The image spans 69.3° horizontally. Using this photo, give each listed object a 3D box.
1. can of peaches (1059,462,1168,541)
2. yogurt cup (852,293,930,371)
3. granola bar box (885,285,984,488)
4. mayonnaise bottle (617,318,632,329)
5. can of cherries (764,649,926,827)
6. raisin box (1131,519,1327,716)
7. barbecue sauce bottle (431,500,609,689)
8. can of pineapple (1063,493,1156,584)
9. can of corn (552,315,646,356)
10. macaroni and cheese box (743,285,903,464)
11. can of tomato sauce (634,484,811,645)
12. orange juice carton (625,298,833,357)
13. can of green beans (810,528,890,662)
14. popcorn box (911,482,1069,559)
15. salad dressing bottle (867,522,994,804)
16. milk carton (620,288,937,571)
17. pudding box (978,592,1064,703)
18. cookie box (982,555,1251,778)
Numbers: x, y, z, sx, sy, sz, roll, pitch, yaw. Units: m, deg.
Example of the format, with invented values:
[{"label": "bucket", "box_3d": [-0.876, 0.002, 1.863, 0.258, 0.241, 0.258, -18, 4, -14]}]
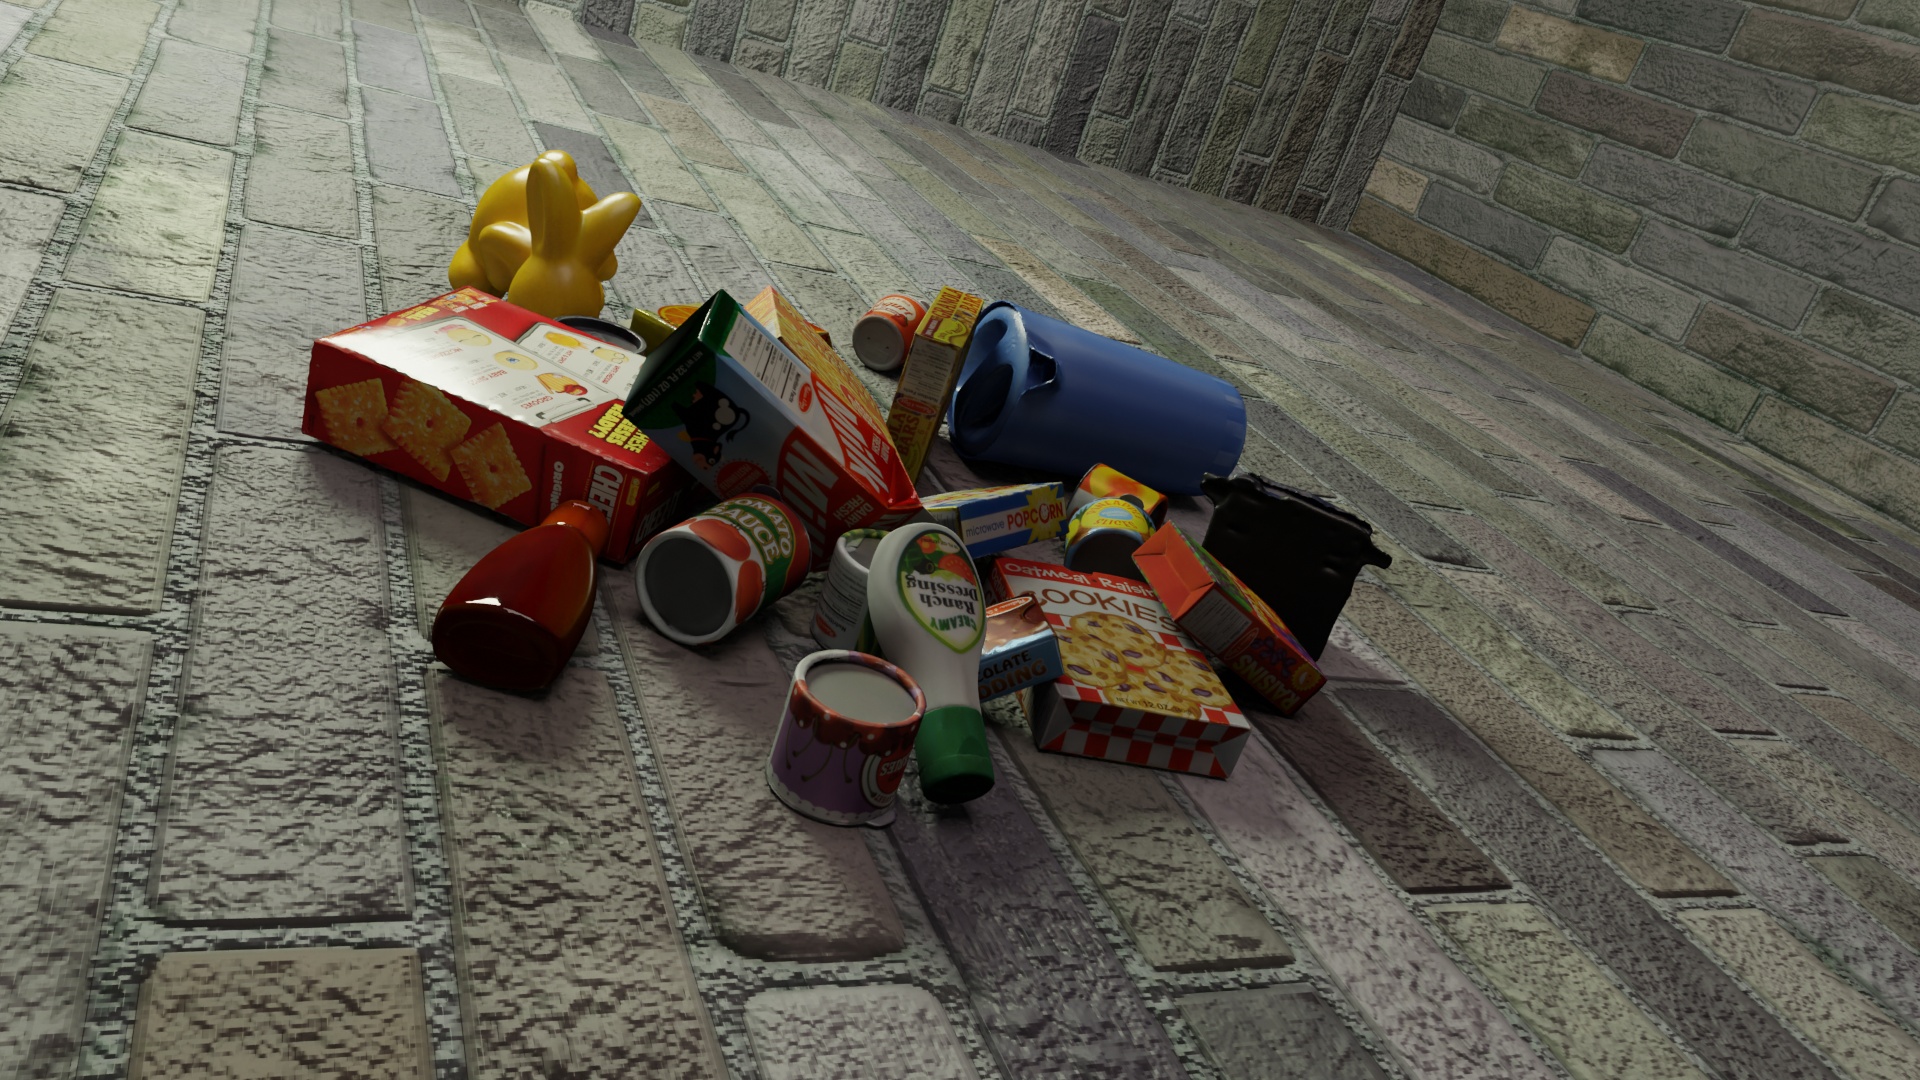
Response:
[{"label": "can of peaches", "box_3d": [0.116, -0.017, 1.041, 0.058, 0.071, 0.071, 29, 24, 19]}, {"label": "yogurt cup", "box_3d": [-0.065, -0.190, 1.289, 0.072, 0.072, 0.054, 25, 31, 13]}, {"label": "granola bar box", "box_3d": [-0.025, -0.120, 1.085, 0.039, 0.123, 0.166, 20, 23, -1]}, {"label": "mayonnaise bottle", "box_3d": [-0.241, -0.152, 1.091, 0.065, 0.041, 0.149, 26, 23, 12]}, {"label": "can of cherries", "box_3d": [-0.053, 0.095, 0.670, 0.071, 0.058, 0.072, 16, 23, -7]}, {"label": "raisin box", "box_3d": [0.176, 0.051, 0.911, 0.123, 0.040, 0.086, 38, 13, -28]}, {"label": "barbecue sauce bottle", "box_3d": [-0.218, 0.022, 0.722, 0.065, 0.043, 0.149, 17, 23, -6]}, {"label": "can of pineapple", "box_3d": [0.106, 0.009, 0.973, 0.071, 0.070, 0.058, 19, 23, -2]}, {"label": "can of corn", "box_3d": [-0.264, -0.120, 0.980, 0.071, 0.058, 0.071, 17, 23, -7]}, {"label": "macaroni and cheese box", "box_3d": [-0.099, -0.103, 0.953, 0.123, 0.040, 0.167, 48, 7, -22]}, {"label": "can of tomato sauce", "box_3d": [-0.131, 0.013, 0.776, 0.071, 0.071, 0.083, 25, 24, 13]}, {"label": "orange juice carton", "box_3d": [-0.170, -0.140, 1.079, 0.072, 0.072, 0.193, 29, 24, 22]}, {"label": "can of green beans", "box_3d": [-0.048, 0.033, 0.811, 0.071, 0.057, 0.071, 17, 23, -7]}, {"label": "popcorn box", "box_3d": [0.003, -0.012, 0.932, 0.085, 0.038, 0.127, -3, 6, 37]}, {"label": "salad dressing bottle", "box_3d": [-0.012, 0.062, 0.721, 0.064, 0.043, 0.148, 12, 50, -31]}, {"label": "milk carton", "box_3d": [-0.103, -0.052, 0.839, 0.190, 0.072, 0.074, 42, 25, -23]}, {"label": "pudding box", "box_3d": [0.011, 0.065, 0.777, 0.084, 0.030, 0.050, -19, 31, -6]}, {"label": "cookie box", "box_3d": [0.089, 0.072, 0.855, 0.123, 0.040, 0.168, 11, 24, -18]}]
